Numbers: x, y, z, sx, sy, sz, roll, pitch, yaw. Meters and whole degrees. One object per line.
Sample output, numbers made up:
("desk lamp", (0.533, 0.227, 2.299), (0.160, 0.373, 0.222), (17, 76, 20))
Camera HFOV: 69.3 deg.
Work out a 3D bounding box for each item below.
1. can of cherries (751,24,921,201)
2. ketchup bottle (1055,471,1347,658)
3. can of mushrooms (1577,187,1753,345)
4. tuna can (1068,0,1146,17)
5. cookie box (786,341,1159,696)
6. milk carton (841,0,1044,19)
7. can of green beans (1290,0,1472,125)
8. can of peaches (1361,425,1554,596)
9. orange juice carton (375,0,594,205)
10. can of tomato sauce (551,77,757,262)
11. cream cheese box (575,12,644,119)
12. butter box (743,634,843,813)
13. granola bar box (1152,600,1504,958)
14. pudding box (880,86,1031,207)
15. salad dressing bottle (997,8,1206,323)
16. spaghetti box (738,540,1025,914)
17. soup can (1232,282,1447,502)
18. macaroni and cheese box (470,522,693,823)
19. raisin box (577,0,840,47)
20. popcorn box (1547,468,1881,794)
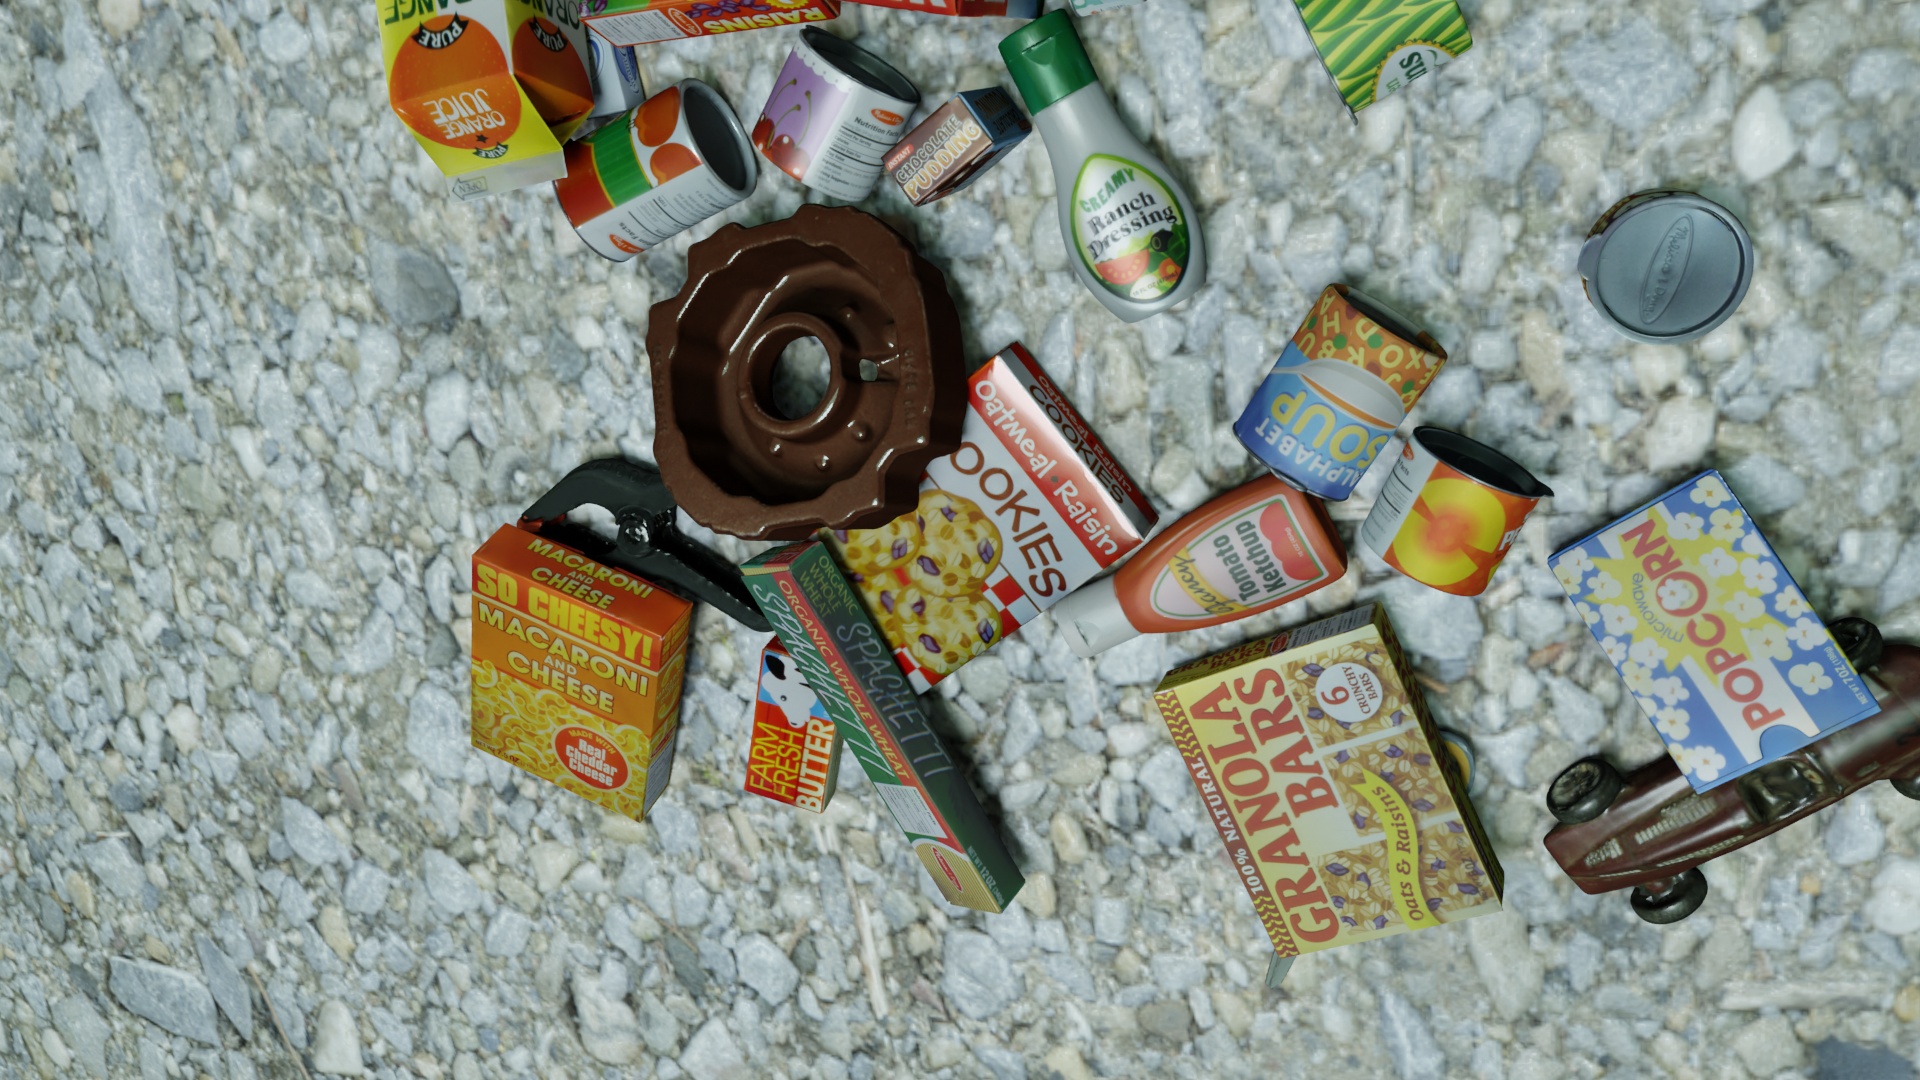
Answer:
("can of cherries", (-0.063, -0.211, 0.685), (0.071, 0.072, 0.058), (34, 116, 2))
("ketchup bottle", (0.122, 0.018, 0.726), (0.148, 0.044, 0.064), (-26, 101, 24))
("can of mushrooms", (0.312, -0.124, 0.623), (0.071, 0.033, 0.070), (6, 112, 14))
("tuna can", (0.062, -0.274, 0.622), (0.033, 0.071, 0.071), (-6, 108, 17))
("cookie box", (0.003, -0.009, 0.753), (0.167, 0.040, 0.123), (-36, 96, 26))
("milk carton", (-0.015, -0.261, 0.582), (0.072, 0.191, 0.073), (12, 113, 12))
("can of green beans", (0.182, -0.229, 0.605), (0.057, 0.071, 0.071), (-26, 101, 23))
("can of peaches", (0.237, -0.013, 0.667), (0.071, 0.071, 0.057), (25, 115, 6))
("orange juice carton", (-0.236, -0.267, 0.684), (0.072, 0.073, 0.192), (-7, 92, 18))
("can of tomato sauce", (-0.158, -0.193, 0.718), (0.083, 0.071, 0.071), (-21, 103, 21))
("cream cheese box", (-0.223, -0.248, 0.740), (0.104, 0.024, 0.053), (-5, 109, 18))
("butter box", (-0.097, 0.111, 0.834), (0.053, 0.024, 0.103), (15, 113, 10))
("granola bar box", (0.193, 0.128, 0.730), (0.124, 0.039, 0.165), (-22, 98, 26))
("pudding box", (0.000, -0.189, 0.663), (0.049, 0.084, 0.030), (-34, 98, 25))
("salad dressing bottle", (0.067, -0.179, 0.668), (0.064, 0.044, 0.147), (-26, 100, 13))
("spaghetti box", (-0.041, 0.109, 0.786), (0.050, 0.029, 0.249), (-6, 119, 49))
("soup can", (0.180, -0.070, 0.661), (0.071, 0.071, 0.083), (32, 115, 3))
("macaroni and cheese box", (-0.231, 0.081, 0.833), (0.124, 0.040, 0.165), (22, 129, 7))
("raisin box", (-0.120, -0.292, 0.669), (0.123, 0.040, 0.086), (-1, 83, 16))
("popcorn box", (0.347, 0.041, 0.647), (0.085, 0.038, 0.127), (-34, 74, 23))
